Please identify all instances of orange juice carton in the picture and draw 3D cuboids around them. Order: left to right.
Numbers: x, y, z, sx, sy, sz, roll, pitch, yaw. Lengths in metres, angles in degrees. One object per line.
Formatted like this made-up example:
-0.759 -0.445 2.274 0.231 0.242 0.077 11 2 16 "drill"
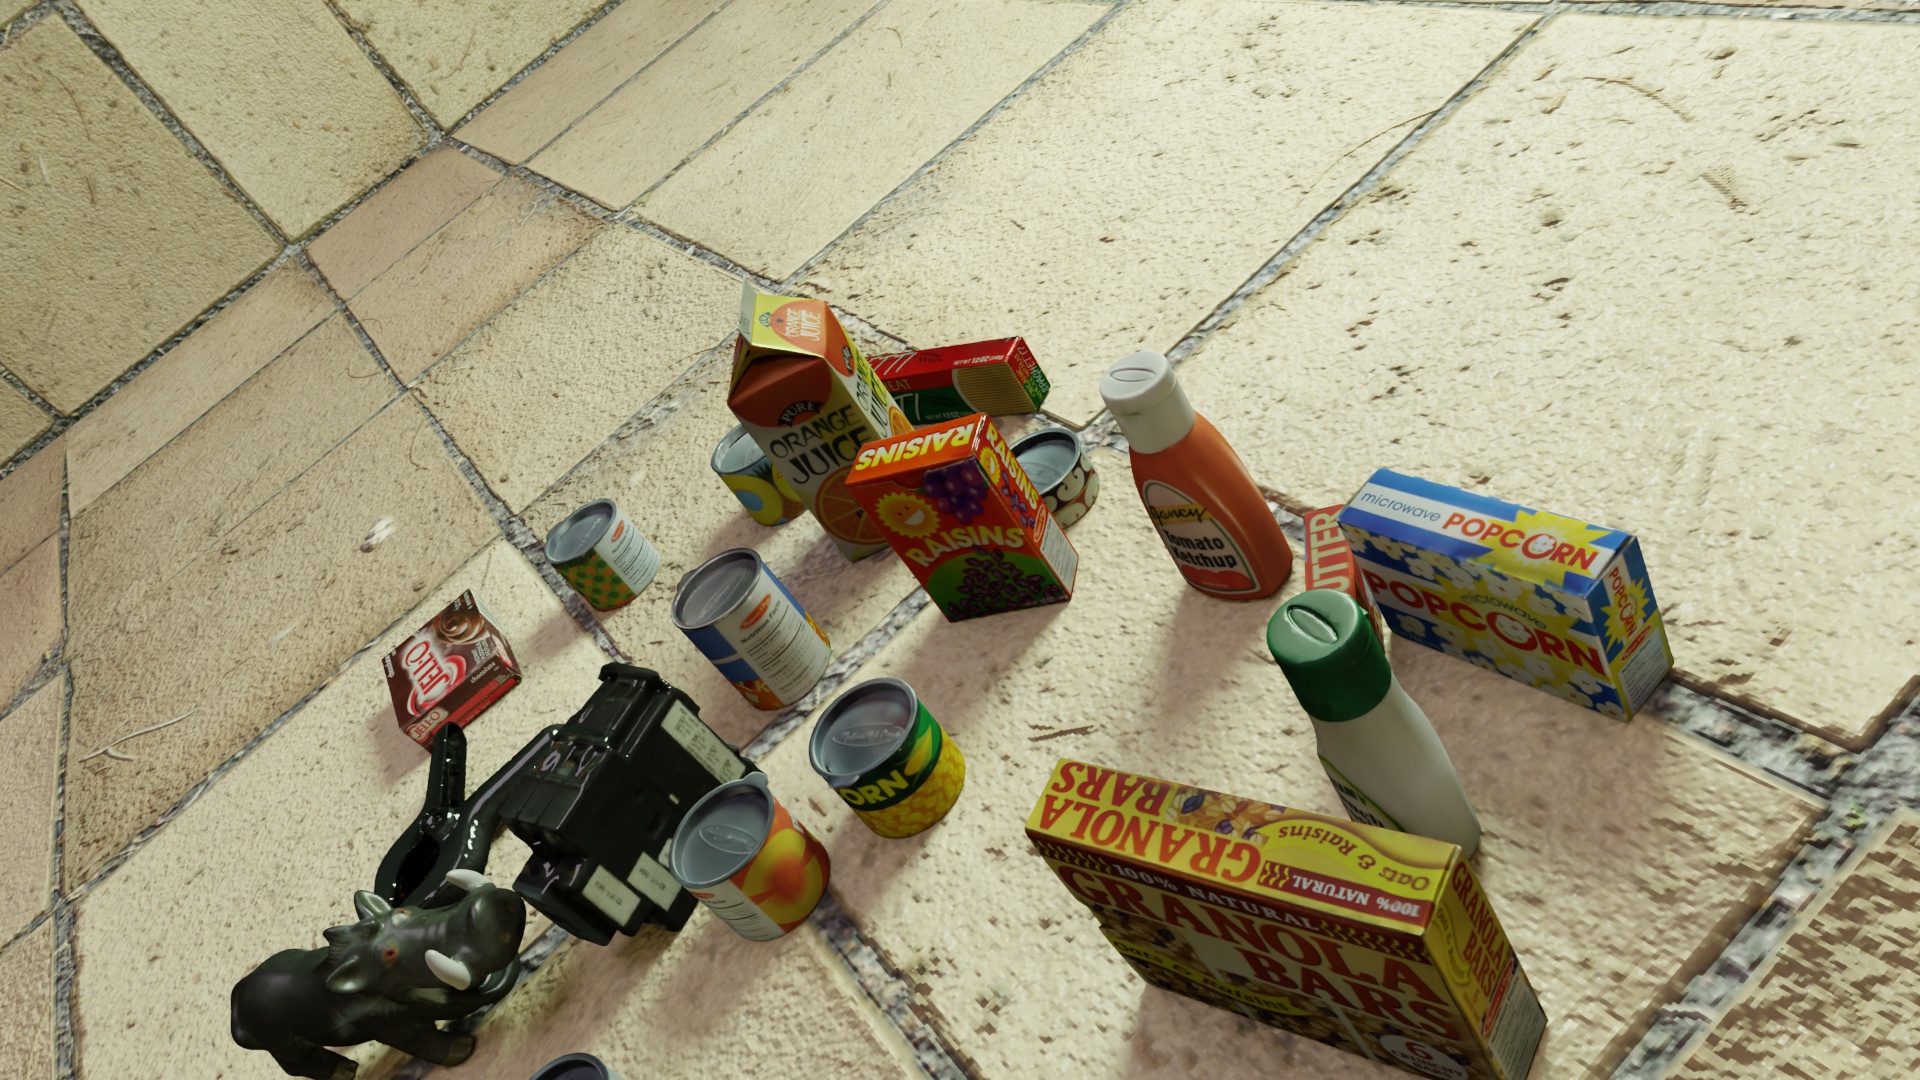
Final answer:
-0.090 -0.083 0.905 0.073 0.192 0.072 -24 36 15 "orange juice carton"

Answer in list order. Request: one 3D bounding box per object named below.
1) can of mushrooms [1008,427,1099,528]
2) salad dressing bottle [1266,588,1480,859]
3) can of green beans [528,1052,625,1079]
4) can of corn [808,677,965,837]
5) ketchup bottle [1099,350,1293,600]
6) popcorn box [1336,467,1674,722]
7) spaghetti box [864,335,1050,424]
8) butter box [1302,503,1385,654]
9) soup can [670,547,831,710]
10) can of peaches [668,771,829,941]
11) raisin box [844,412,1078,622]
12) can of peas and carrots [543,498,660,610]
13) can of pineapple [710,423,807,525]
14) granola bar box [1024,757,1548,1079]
0.050 -0.035 0.873 0.071 0.033 0.071 -22 37 18 "can of mushrooms"
0.163 0.079 0.550 0.044 0.147 0.064 -38 35 -4 "salad dressing bottle"
-0.176 0.287 0.659 0.071 0.057 0.071 -22 37 18 "can of green beans"
-0.039 0.119 0.744 0.071 0.058 0.071 -22 37 18 "can of corn"
0.118 -0.032 0.715 0.064 0.148 0.044 8 54 45 "ketchup bottle"
0.237 0.021 0.612 0.038 0.085 0.127 -46 37 -15 "popcorn box"
-0.050 -0.111 1.029 0.250 0.050 0.029 -2 47 38 "spaghetti box"
0.184 0.036 0.664 0.024 0.053 0.104 -16 39 25 "butter box"
-0.132 0.055 0.871 0.071 0.083 0.072 -22 37 18 "soup can"
-0.111 0.169 0.743 0.071 0.058 0.071 -22 37 18 "can of peaches"
0.003 -0.010 0.805 0.086 0.123 0.040 -12 41 30 "raisin box"
-0.275 0.012 1.060 0.071 0.058 0.071 -22 37 18 "can of peas and carrots"
-0.140 -0.053 1.028 0.071 0.057 0.071 -22 37 18 "can of pineapple"
0.120 0.146 0.526 0.165 0.123 0.039 5 51 42 "granola bar box"
